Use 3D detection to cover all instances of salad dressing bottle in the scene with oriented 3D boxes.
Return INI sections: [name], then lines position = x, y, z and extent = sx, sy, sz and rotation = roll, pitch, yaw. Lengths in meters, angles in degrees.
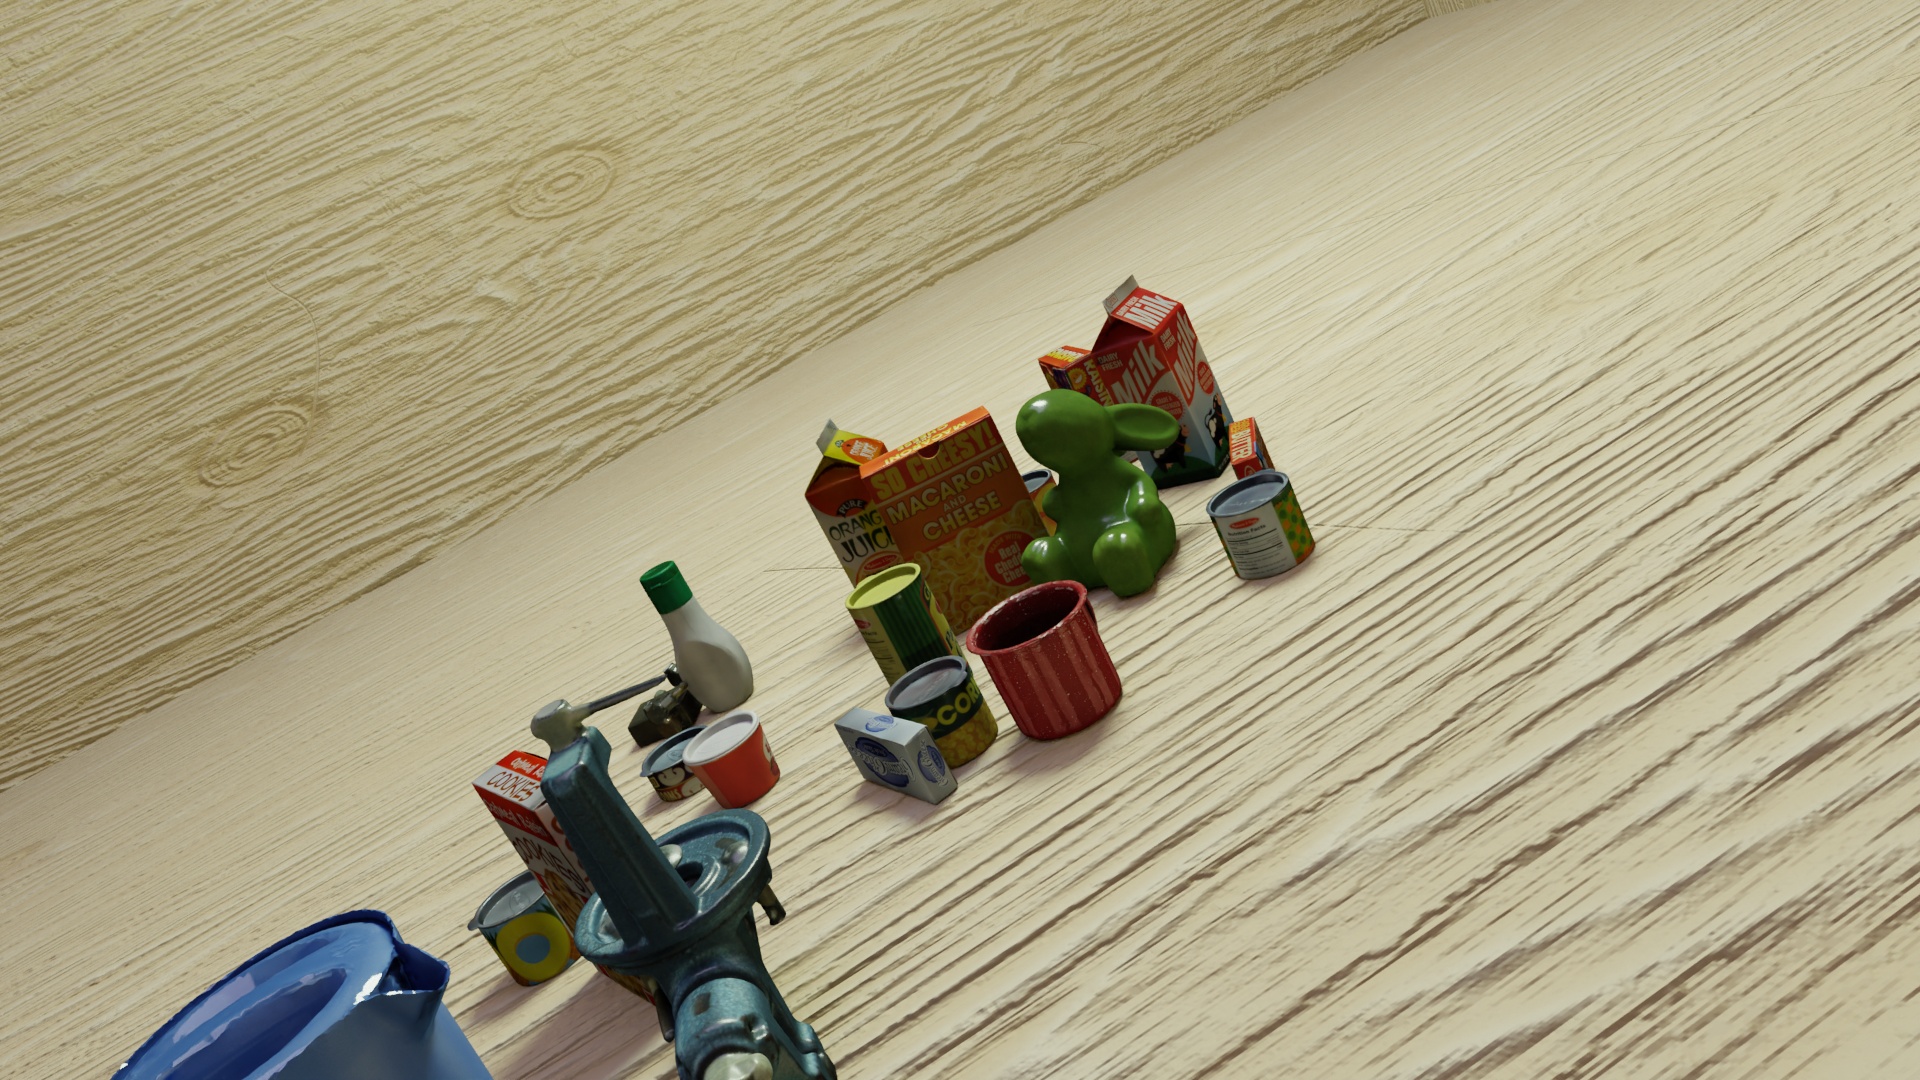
[salad dressing bottle]
position = -0.247, 0.089, 1.296
extent = 0.064, 0.147, 0.044
rotation = -23, 18, 13

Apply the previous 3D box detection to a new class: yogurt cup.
[yogurt cup]
position = -0.180, 0.178, 1.112
extent = 0.072, 0.053, 0.072
rotation = -24, 18, 9

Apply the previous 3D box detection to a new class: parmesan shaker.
[parmesan shaker]
position = -0.041, 0.078, 1.112
extent = 0.071, 0.103, 0.071
rotation = -24, 18, 9

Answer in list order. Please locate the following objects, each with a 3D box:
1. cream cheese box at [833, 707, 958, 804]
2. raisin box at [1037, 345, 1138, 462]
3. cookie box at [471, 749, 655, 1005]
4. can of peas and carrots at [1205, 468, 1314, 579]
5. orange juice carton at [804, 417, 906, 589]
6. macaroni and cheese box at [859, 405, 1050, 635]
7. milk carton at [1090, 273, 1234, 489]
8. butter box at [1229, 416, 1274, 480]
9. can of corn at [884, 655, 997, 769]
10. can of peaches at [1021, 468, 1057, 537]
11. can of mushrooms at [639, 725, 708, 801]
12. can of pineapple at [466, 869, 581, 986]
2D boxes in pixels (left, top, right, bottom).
[cream cheese box]
position = -0.047, 0.153, 0.996
extent = 0.024, 0.053, 0.103
rotation = -36, 20, -27
[raisin box]
position = 0.131, -0.136, 1.428
extent = 0.040, 0.123, 0.086
rotation = -29, 18, -7
[cookie box]
position = -0.239, 0.218, 0.901
extent = 0.040, 0.167, 0.123
rotation = -38, 21, -31
[can of peas and carrots]
position = 0.230, -0.013, 1.059
extent = 0.071, 0.058, 0.071
rotation = -24, 18, 9
[orange juice carton]
position = -0.084, -0.021, 1.300
extent = 0.073, 0.192, 0.072
rotation = -22, 18, 16
[macaroni and cheese box]
position = 0.004, -0.015, 1.203
extent = 0.124, 0.166, 0.040
rotation = -27, 18, 0
[milk carton]
position = 0.183, -0.149, 1.282
extent = 0.073, 0.190, 0.073
rotation = -13, 23, 38
[butter box]
position = 0.249, -0.064, 1.181
extent = 0.024, 0.053, 0.104
rotation = -21, 19, 18
[can of corn]
position = -0.011, 0.126, 1.012
extent = 0.071, 0.058, 0.071
rotation = -24, 18, 9
[can of peaches]
position = 0.066, -0.026, 1.322
extent = 0.071, 0.058, 0.071
rotation = -24, 18, 9
[can of mushrooms]
position = -0.237, 0.192, 1.185
extent = 0.071, 0.033, 0.071
rotation = -24, 18, 9
[can of pineapple]
position = -0.310, 0.279, 1.007
extent = 0.071, 0.057, 0.071
rotation = -24, 18, 9
